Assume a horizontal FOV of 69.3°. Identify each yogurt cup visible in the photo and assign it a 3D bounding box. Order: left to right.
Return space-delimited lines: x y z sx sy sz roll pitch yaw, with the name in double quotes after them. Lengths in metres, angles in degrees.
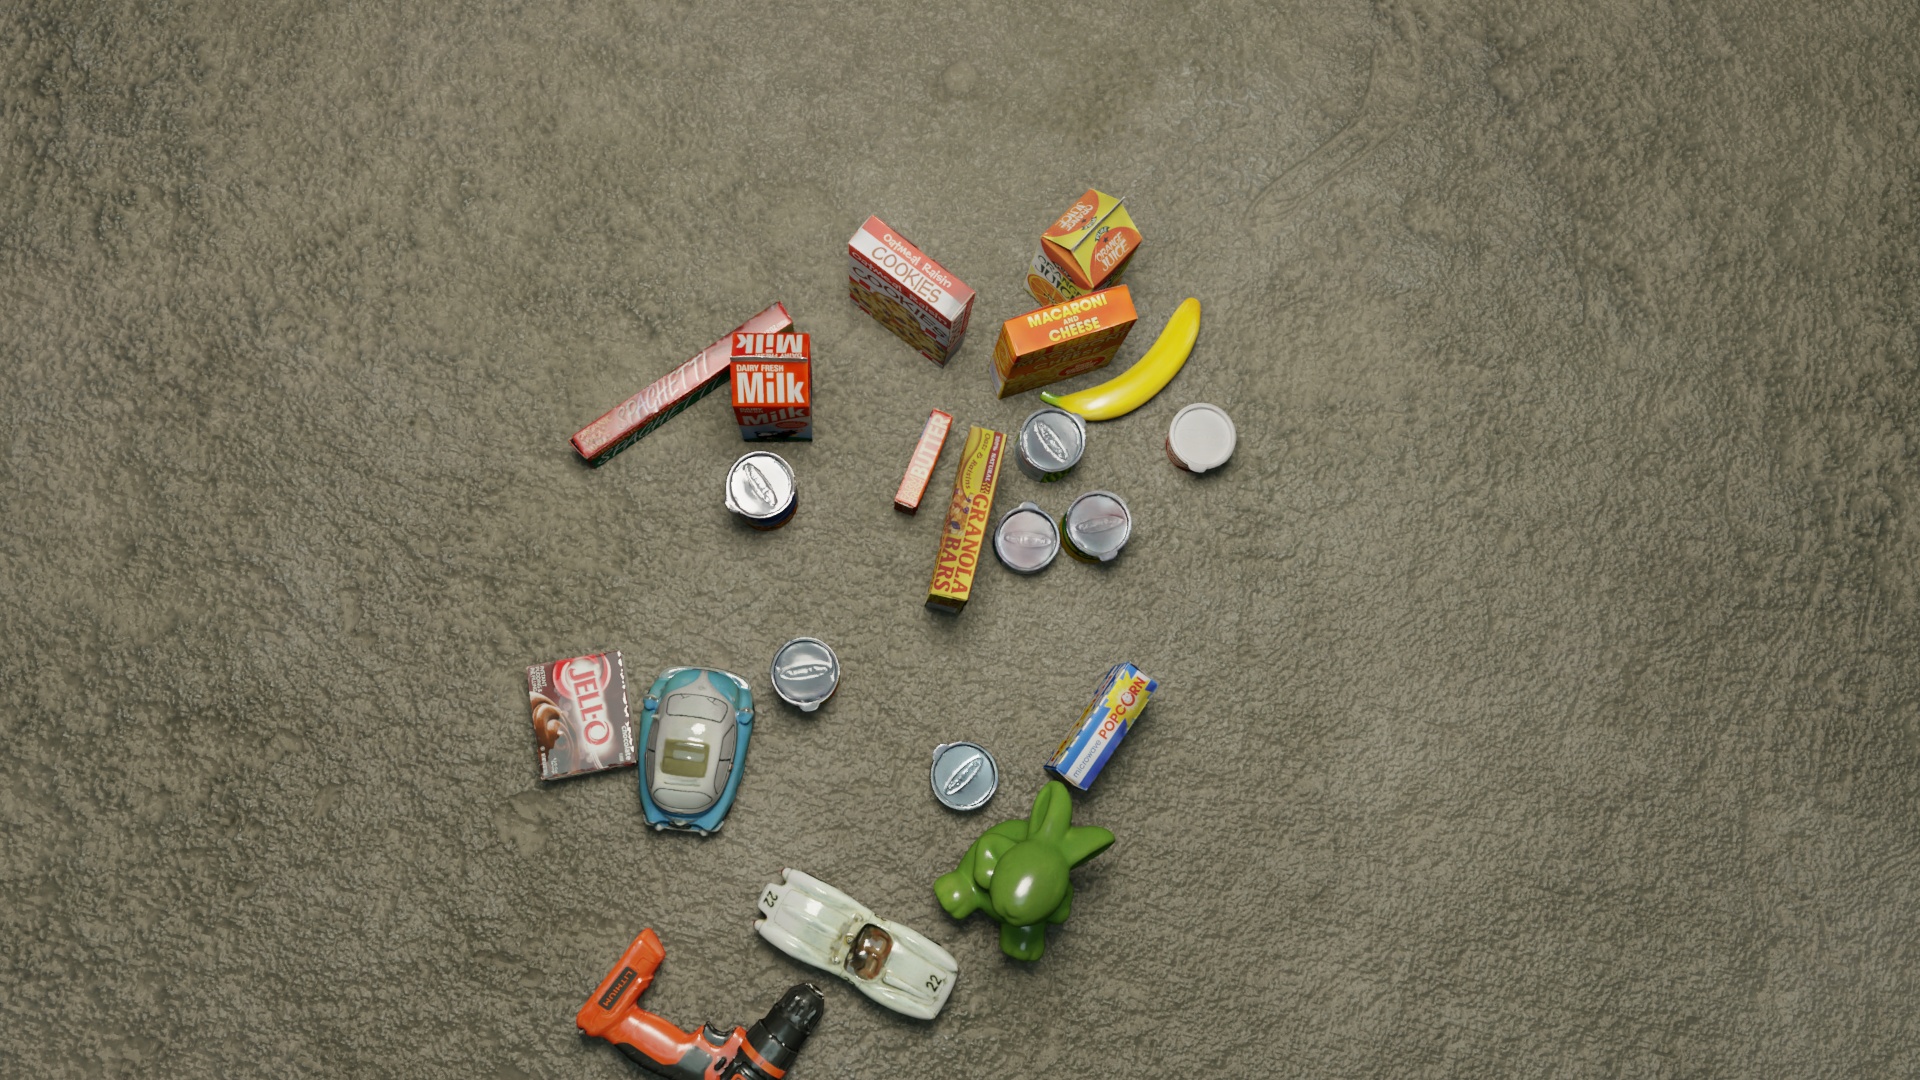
0.242 -0.102 1.418 0.072 0.054 0.072 1 81 -4 "yogurt cup"

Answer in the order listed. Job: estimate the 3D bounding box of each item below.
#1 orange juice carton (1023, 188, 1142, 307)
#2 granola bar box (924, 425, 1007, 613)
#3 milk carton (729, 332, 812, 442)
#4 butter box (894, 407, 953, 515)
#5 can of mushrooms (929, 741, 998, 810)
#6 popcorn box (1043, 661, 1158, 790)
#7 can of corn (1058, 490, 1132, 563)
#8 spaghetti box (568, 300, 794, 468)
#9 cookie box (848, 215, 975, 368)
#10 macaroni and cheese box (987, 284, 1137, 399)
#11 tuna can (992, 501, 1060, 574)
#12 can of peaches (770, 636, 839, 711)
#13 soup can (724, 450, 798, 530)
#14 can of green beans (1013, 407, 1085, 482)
0.121 -0.279 1.368 0.073 0.192 0.072 45 81 3 "orange juice carton"
0.005 -0.017 1.351 0.039 0.124 0.166 14 80 -2 "granola bar box"
-0.178 -0.149 1.326 0.072 0.190 0.073 -1 81 -4 "milk carton"
-0.037 -0.078 1.394 0.024 0.053 0.103 22 80 0 "butter box"
0.001 0.228 1.357 0.071 0.033 0.071 1 81 -4 "can of mushrooms"
0.135 0.181 1.348 0.038 0.085 0.127 36 80 2 "popcorn box"
0.135 -0.010 1.393 0.071 0.058 0.071 1 81 -4 "can of corn"
-0.276 -0.155 1.391 0.250 0.050 0.029 -35 85 -9 "spaghetti box"
-0.050 -0.241 1.362 0.123 0.167 0.040 37 81 2 "cookie box"
0.096 -0.193 1.366 0.124 0.166 0.040 -18 83 -7 "macaroni and cheese box"
0.066 -0.002 1.400 0.071 0.032 0.071 1 81 -4 "tuna can"
-0.150 0.131 1.349 0.071 0.058 0.071 1 81 -4 "can of peaches"
-0.195 -0.046 1.362 0.071 0.083 0.071 1 81 -4 "soup can"
0.090 -0.096 1.404 0.071 0.057 0.071 1 81 -4 "can of green beans"
